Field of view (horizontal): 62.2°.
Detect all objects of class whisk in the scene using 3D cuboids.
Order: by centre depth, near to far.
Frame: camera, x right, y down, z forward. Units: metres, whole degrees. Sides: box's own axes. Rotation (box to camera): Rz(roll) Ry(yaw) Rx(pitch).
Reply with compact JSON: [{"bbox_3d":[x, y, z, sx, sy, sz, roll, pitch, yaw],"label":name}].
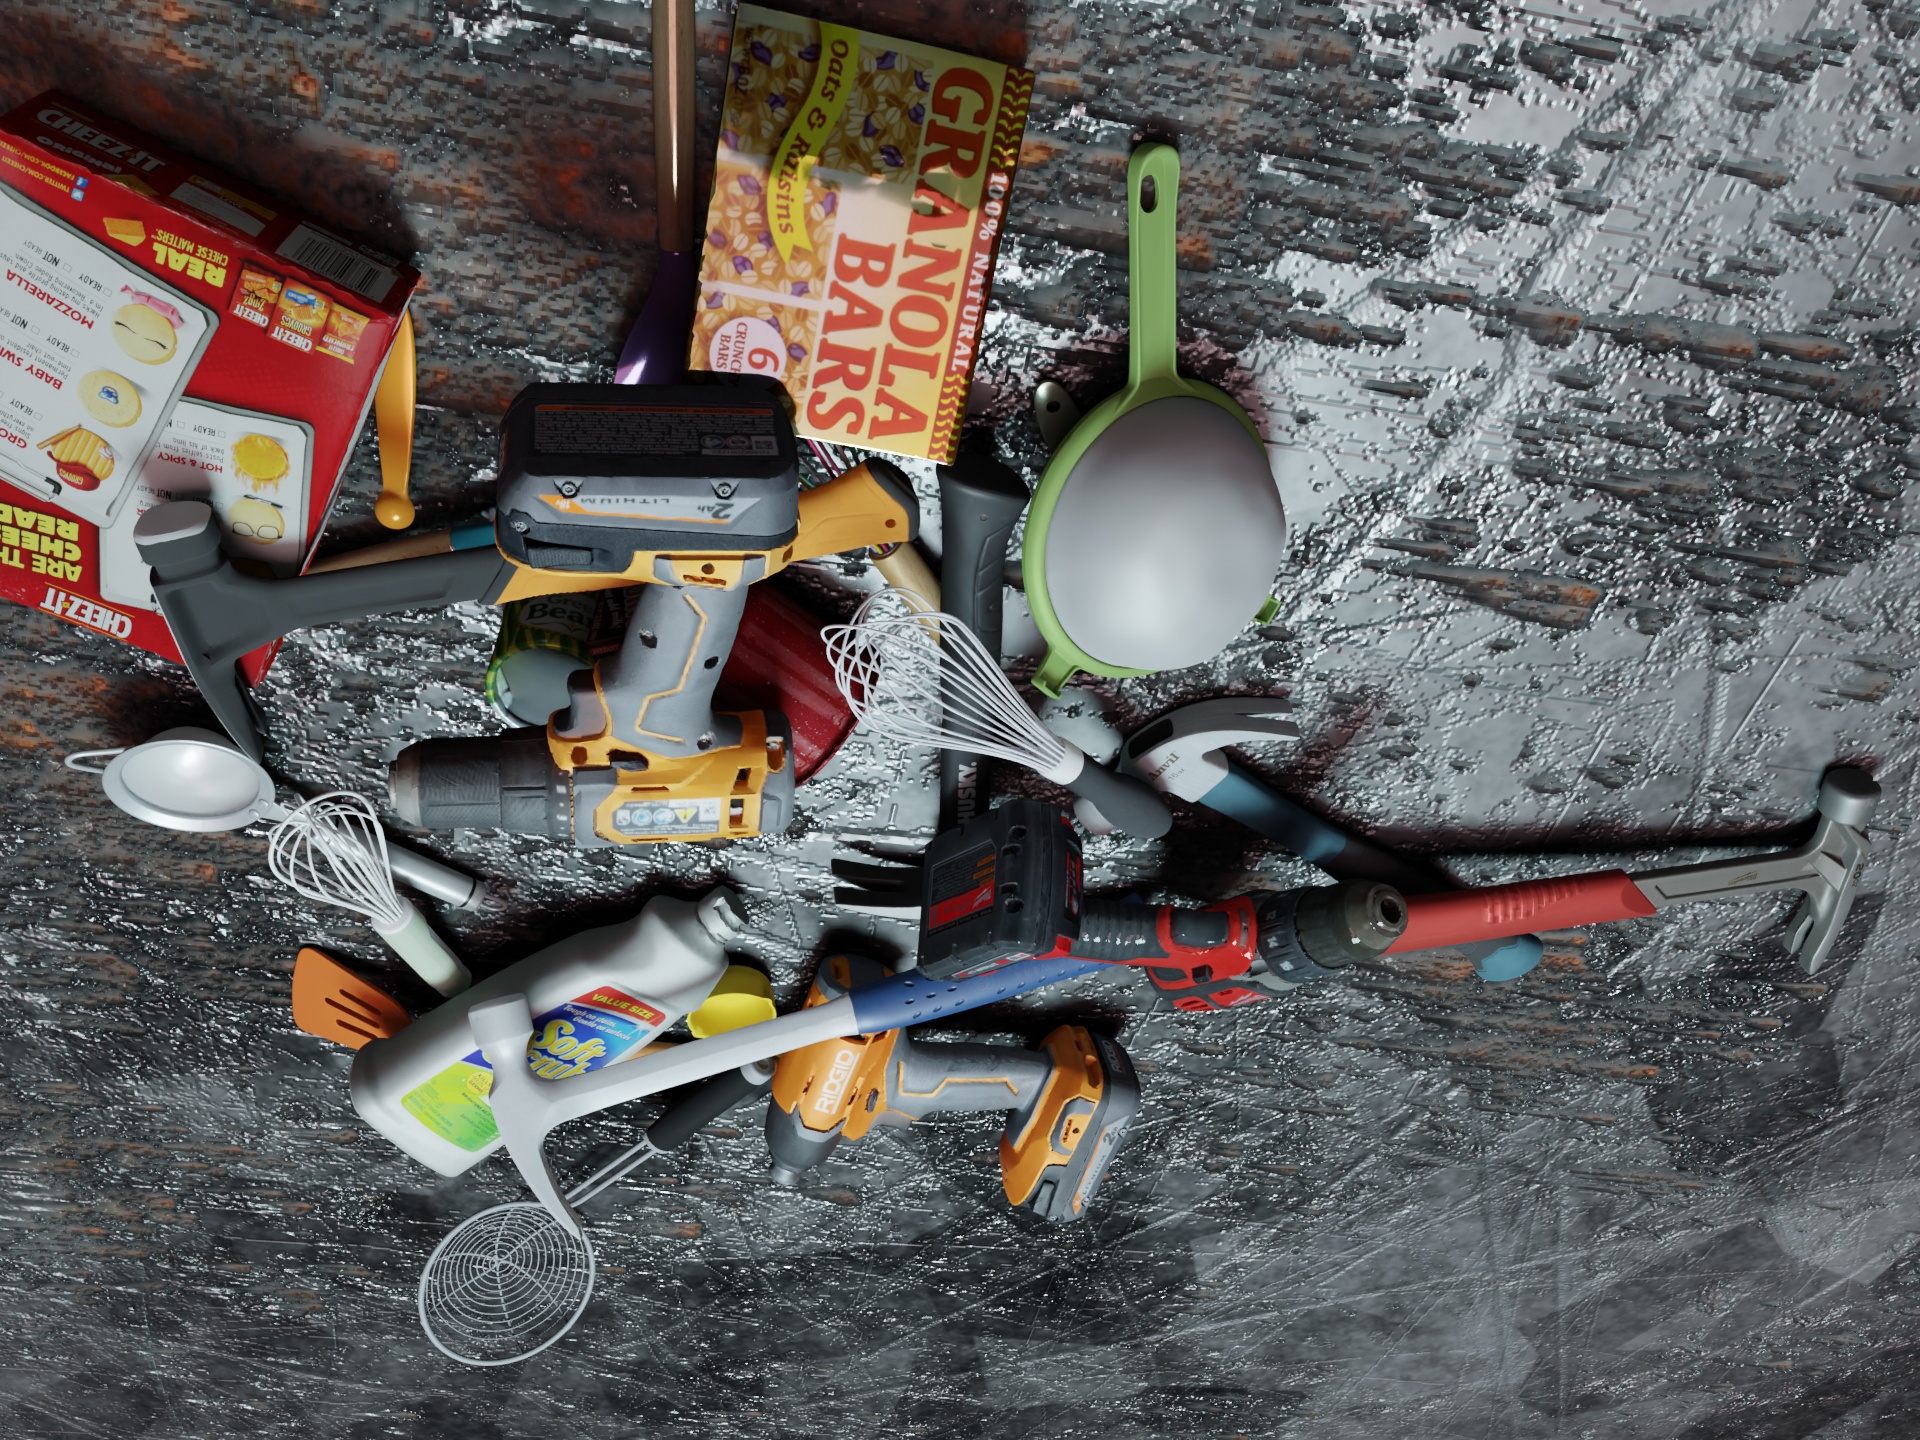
[{"bbox_3d":[-0.046,-0.105,0.793,0.051,0.047,0.244,-26,131,15],"label":"whisk"},{"bbox_3d":[0.031,0.009,0.809,0.070,0.070,0.284,-33,142,22],"label":"whisk"},{"bbox_3d":[-0.329,0.107,0.914,0.059,0.058,0.246,-43,156,-19],"label":"whisk"}]

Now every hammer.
[{"bbox_3d":[-0.184,-0.066,0.733,0.337,0.034,0.127,-11,131,-7],"label":"hammer"},{"bbox_3d":[-0.001,-0.003,0.853,0.146,0.035,0.334,-5,137,-6],"label":"hammer"},{"bbox_3d":[-0.074,0.184,0.953,0.405,0.035,0.144,-14,86,-13],"label":"hammer"},{"bbox_3d":[0.234,0.084,0.971,0.330,0.033,0.128,29,124,-25],"label":"hammer"},{"bbox_3d":[0.377,0.116,0.972,0.359,0.037,0.149,-7,126,-7],"label":"hammer"}]

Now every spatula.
[{"bbox_3d":[-0.126,-0.230,0.689,0.059,0.018,0.315,-12,132,-24],"label":"spatula"},{"bbox_3d":[-0.273,-0.089,0.803,0.317,0.044,0.082,-12,131,13],"label":"spatula"},{"bbox_3d":[-0.274,0.207,1.052,0.322,0.041,0.081,9,128,-16],"label":"spatula"}]

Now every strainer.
[{"bbox_3d":[0.105,-0.129,0.732,0.151,0.069,0.256,-19,121,-26],"label":"strainer"},{"bbox_3d":[-0.373,0.059,0.910,0.258,0.050,0.087,32,128,-33],"label":"strainer"}]

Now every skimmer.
[{"bbox_3d":[-0.249,0.344,1.112,0.127,0.090,0.363,33,125,-27],"label":"skimmer"}]

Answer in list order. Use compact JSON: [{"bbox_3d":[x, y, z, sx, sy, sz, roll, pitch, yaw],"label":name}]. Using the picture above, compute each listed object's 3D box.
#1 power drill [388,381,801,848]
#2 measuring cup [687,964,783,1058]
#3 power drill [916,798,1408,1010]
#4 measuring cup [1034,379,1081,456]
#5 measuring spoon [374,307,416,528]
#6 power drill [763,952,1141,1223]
[{"bbox_3d":[-0.161,-0.032,0.697,0.185,0.084,0.226,-1,133,-13],"label":"power drill"},{"bbox_3d":[-0.122,0.205,1.063,0.062,0.029,0.156,-28,138,19],"label":"measuring cup"},{"bbox_3d":[0.109,0.108,0.870,0.226,0.080,0.188,15,156,-26],"label":"power drill"},{"bbox_3d":[0.071,-0.096,0.804,0.083,0.038,0.167,-18,131,12],"label":"measuring cup"},{"bbox_3d":[-0.268,-0.144,0.748,0.021,0.011,0.116,13,117,6],"label":"measuring spoon"},{"bbox_3d":[-0.014,0.256,1.050,0.226,0.084,0.164,19,109,-16],"label":"power drill"}]
